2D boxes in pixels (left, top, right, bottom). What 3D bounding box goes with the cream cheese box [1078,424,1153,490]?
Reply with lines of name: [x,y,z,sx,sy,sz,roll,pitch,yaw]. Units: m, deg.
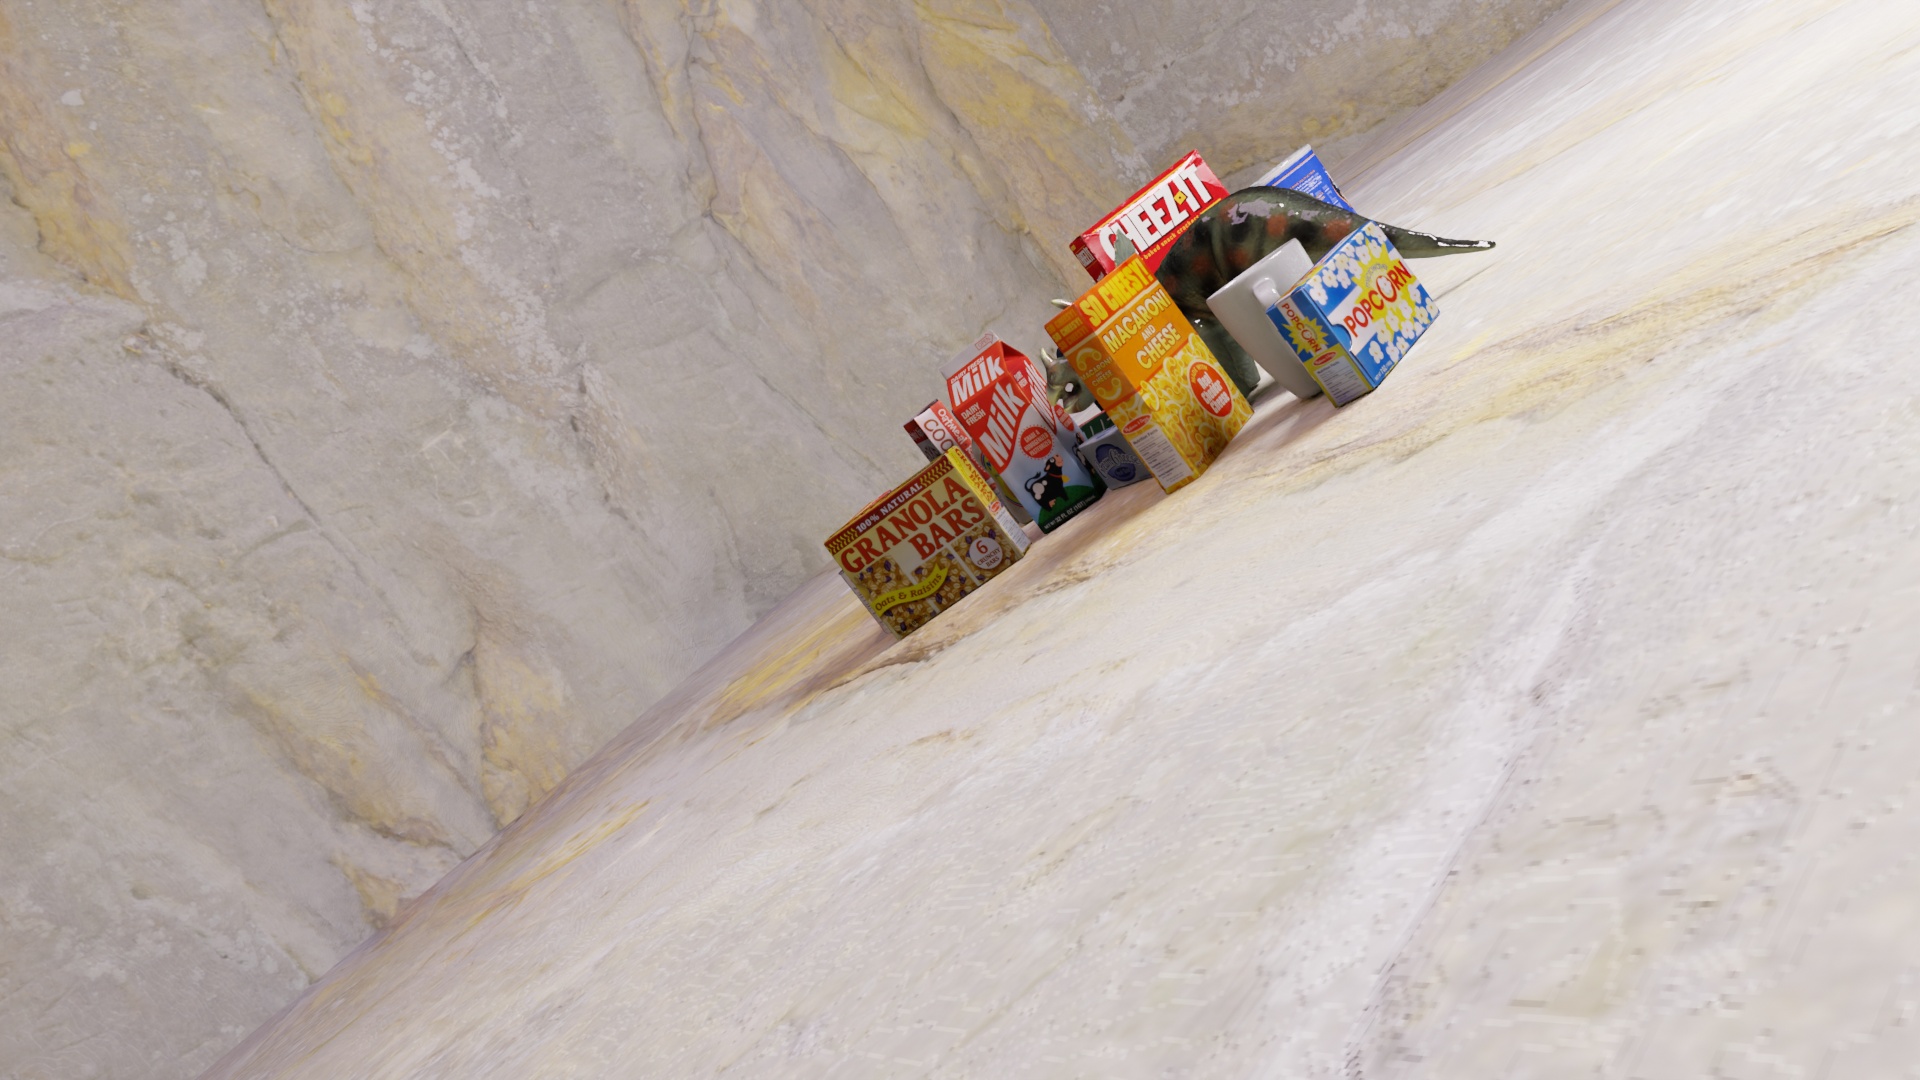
cream cheese box: [0.148,-0.078,1.260,0.024,0.053,0.103,-39,6,-16]

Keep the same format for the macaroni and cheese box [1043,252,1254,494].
macaroni and cheese box: [0.154,-0.136,1.119,0.040,0.166,0.124,-33,7,43]

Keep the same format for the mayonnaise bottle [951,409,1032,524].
mayonnaise bottle: [0.048,-0.092,1.500,0.064,0.148,0.041,-34,7,35]

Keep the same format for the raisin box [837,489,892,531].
raisin box: [-0.065,0.018,1.442,0.040,0.123,0.086,-34,6,33]

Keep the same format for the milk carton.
milk carton: [0.061,-0.109,1.346,0.072,0.190,0.074,-35,6,25]

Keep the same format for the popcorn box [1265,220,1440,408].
popcorn box: [0.276,-0.160,0.972,0.127,0.085,0.038,-42,7,-40]

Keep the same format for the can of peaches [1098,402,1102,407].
can of peaches: [0.194,-0.148,1.513,0.071,0.058,0.071,-37,6,4]

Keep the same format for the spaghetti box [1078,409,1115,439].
spaghetti box: [0.156,-0.113,1.503,0.029,0.050,0.249,-42,7,-40]

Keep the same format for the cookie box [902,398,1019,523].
cookie box: [0.004,-0.083,1.606,0.040,0.167,0.123,-38,5,-6]

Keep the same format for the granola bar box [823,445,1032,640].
granola bar box: [-0.034,0.004,1.354,0.165,0.124,0.039,-35,6,24]

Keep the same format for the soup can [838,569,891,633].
soup can: [-0.079,0.047,1.494,0.071,0.083,0.071,-37,5,4]
